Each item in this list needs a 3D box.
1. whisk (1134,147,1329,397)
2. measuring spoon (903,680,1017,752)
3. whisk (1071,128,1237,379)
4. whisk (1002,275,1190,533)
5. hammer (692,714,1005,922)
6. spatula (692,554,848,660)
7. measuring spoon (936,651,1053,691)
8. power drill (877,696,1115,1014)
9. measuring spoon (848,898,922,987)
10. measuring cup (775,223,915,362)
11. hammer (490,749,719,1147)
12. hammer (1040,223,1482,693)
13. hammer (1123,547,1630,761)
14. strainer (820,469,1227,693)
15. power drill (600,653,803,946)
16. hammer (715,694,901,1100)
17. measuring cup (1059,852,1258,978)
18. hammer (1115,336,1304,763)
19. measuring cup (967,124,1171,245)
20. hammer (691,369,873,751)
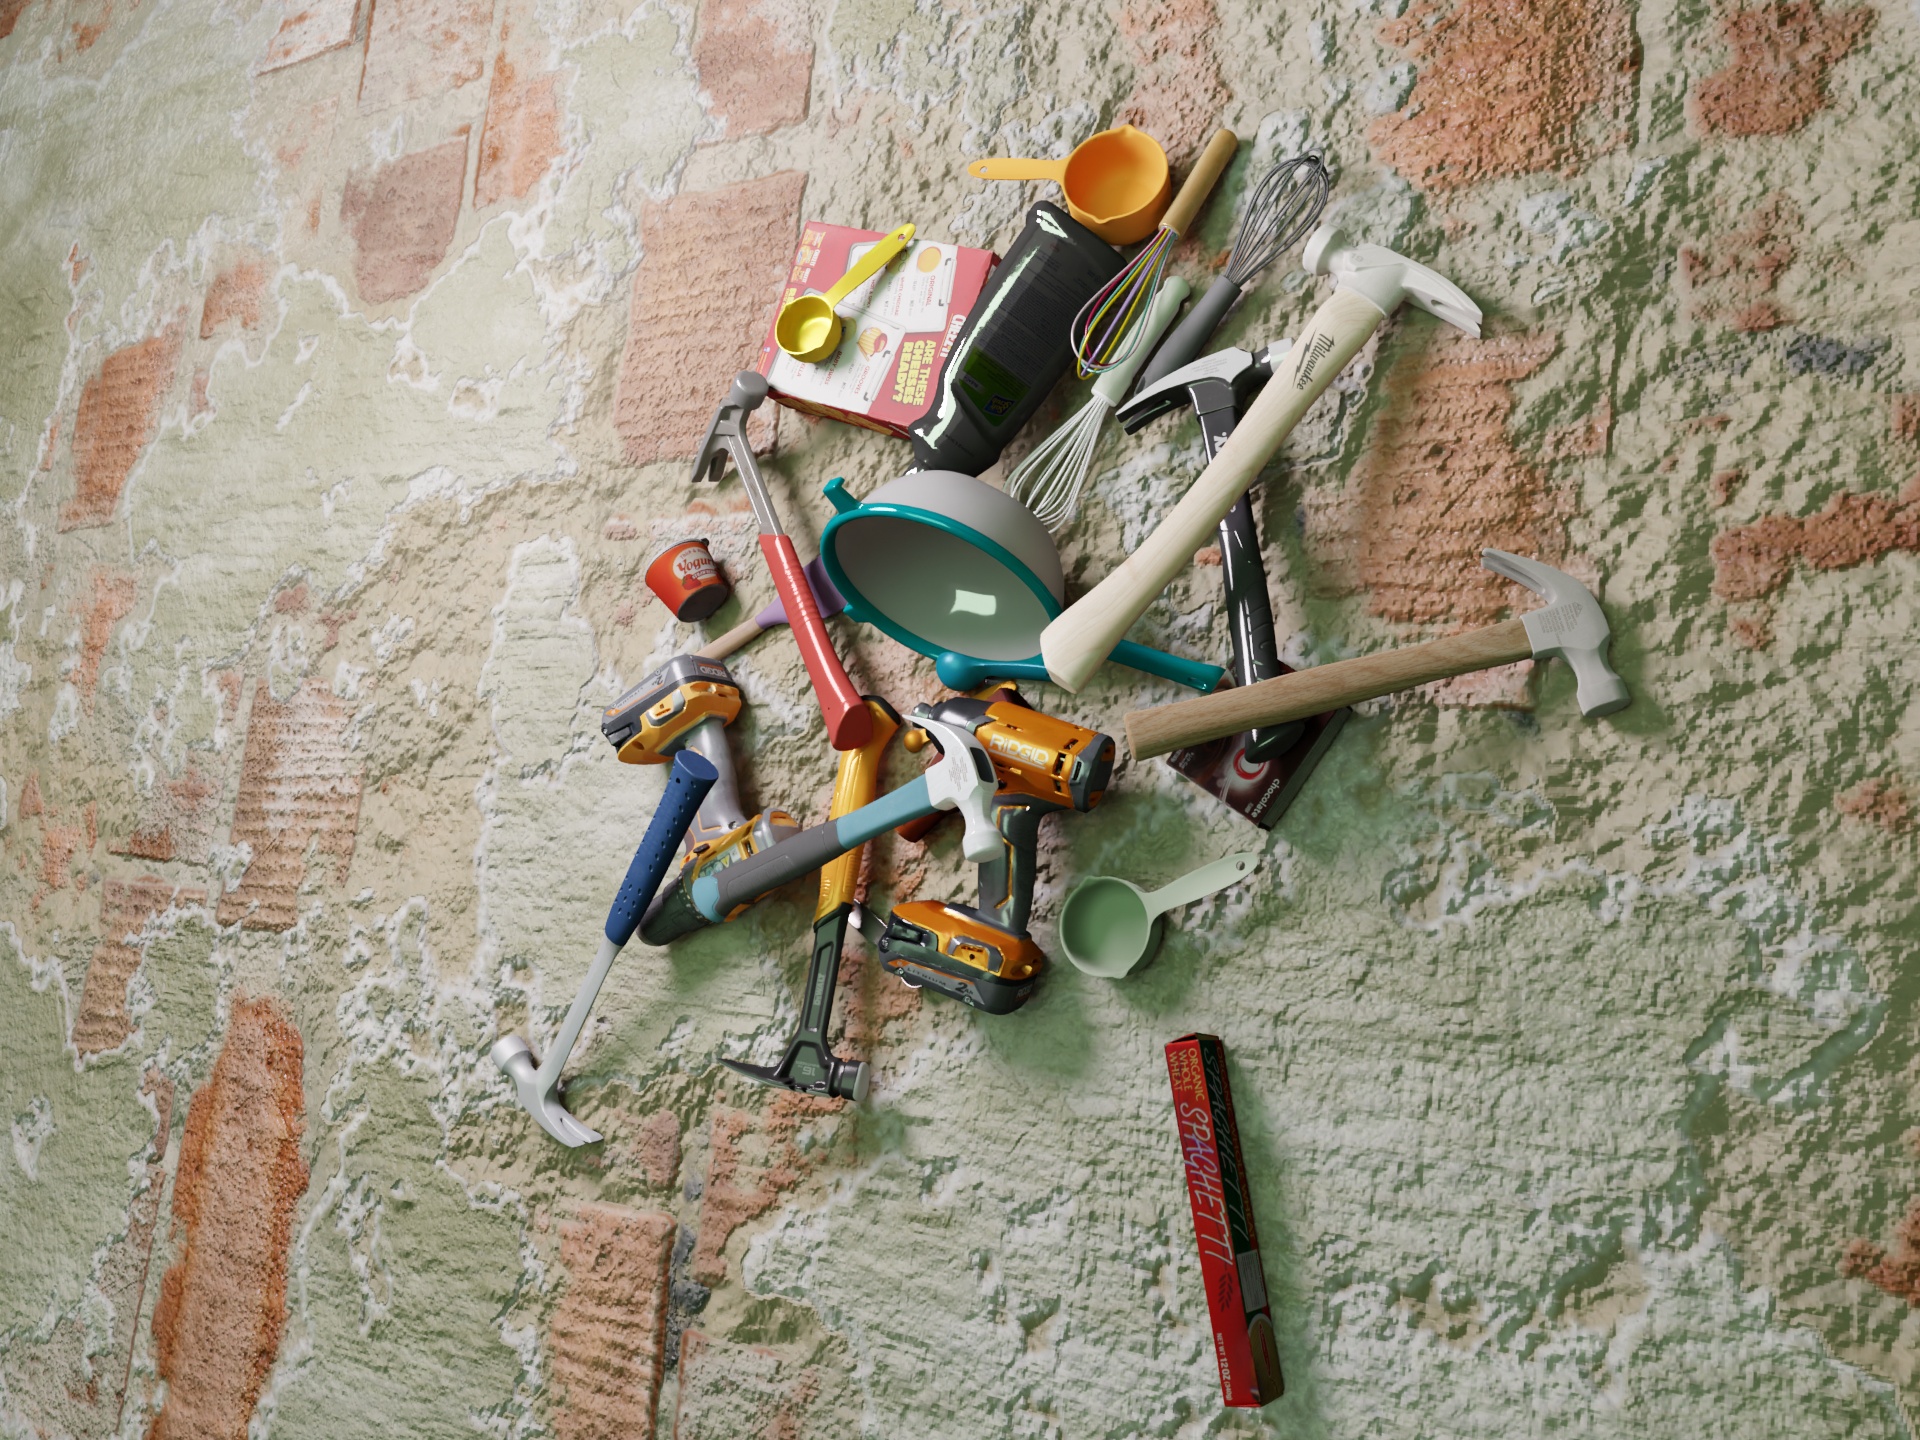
[{"bbox_3d":[0.213,-0.349,1.266,0.055,0.055,0.239,46,108,30],"label":"whisk"},{"bbox_3d":[-0.002,-0.004,1.338,0.117,0.011,0.021,-29,66,23],"label":"measuring spoon"},{"bbox_3d":[0.158,-0.377,1.280,0.051,0.047,0.245,21,76,49],"label":"whisk"},{"bbox_3d":[0.114,-0.258,1.309,0.059,0.058,0.246,34,96,-3],"label":"whisk"},{"bbox_3d":[-0.100,0.095,1.258,0.331,0.033,0.128,-27,63,36],"label":"hammer"},{"bbox_3d":[-0.204,-0.076,1.474,0.316,0.018,0.060,-29,67,22],"label":"spatula"},{"bbox_3d":[0.031,-0.034,1.299,0.129,0.042,0.021,5,57,37],"label":"measuring spoon"},{"bbox_3d":[0.013,0.096,1.241,0.164,0.084,0.226,19,96,20],"label":"power drill"},{"bbox_3d":[-0.060,0.183,1.335,0.124,0.018,0.034,36,97,39],"label":"measuring spoon"},{"bbox_3d":[-0.094,-0.373,1.388,0.156,0.029,0.062,-41,62,4],"label":"measuring cup"},{"bbox_3d":[-0.307,0.204,1.412,0.144,0.035,0.405,43,117,29],"label":"hammer"},{"bbox_3d":[0.208,-0.181,1.165,0.146,0.038,0.410,36,83,24],"label":"hammer"},{"bbox_3d":[0.276,-0.031,1.101,0.331,0.031,0.130,-14,69,7],"label":"hammer"},{"bbox_3d":[0.060,-0.112,1.262,0.340,0.210,0.095,19,64,12],"label":"strainer"},{"bbox_3d":[-0.248,0.078,1.434,0.185,0.084,0.226,-34,68,23],"label":"power drill"},{"bbox_3d":[-0.110,0.141,1.336,0.127,0.034,0.337,6,76,16],"label":"hammer"},{"bbox_3d":[0.154,0.139,1.198,0.167,0.038,0.083,-28,66,21],"label":"measuring cup"},{"bbox_3d":[0.204,-0.127,1.195,0.146,0.035,0.335,-13,66,20],"label":"hammer"},{"bbox_3d":[0.093,-0.446,1.334,0.174,0.052,0.095,10,74,20],"label":"measuring cup"},{"bbox_3d":[-0.157,-0.128,1.404,0.149,0.036,0.359,-53,52,49],"label":"hammer"}]
